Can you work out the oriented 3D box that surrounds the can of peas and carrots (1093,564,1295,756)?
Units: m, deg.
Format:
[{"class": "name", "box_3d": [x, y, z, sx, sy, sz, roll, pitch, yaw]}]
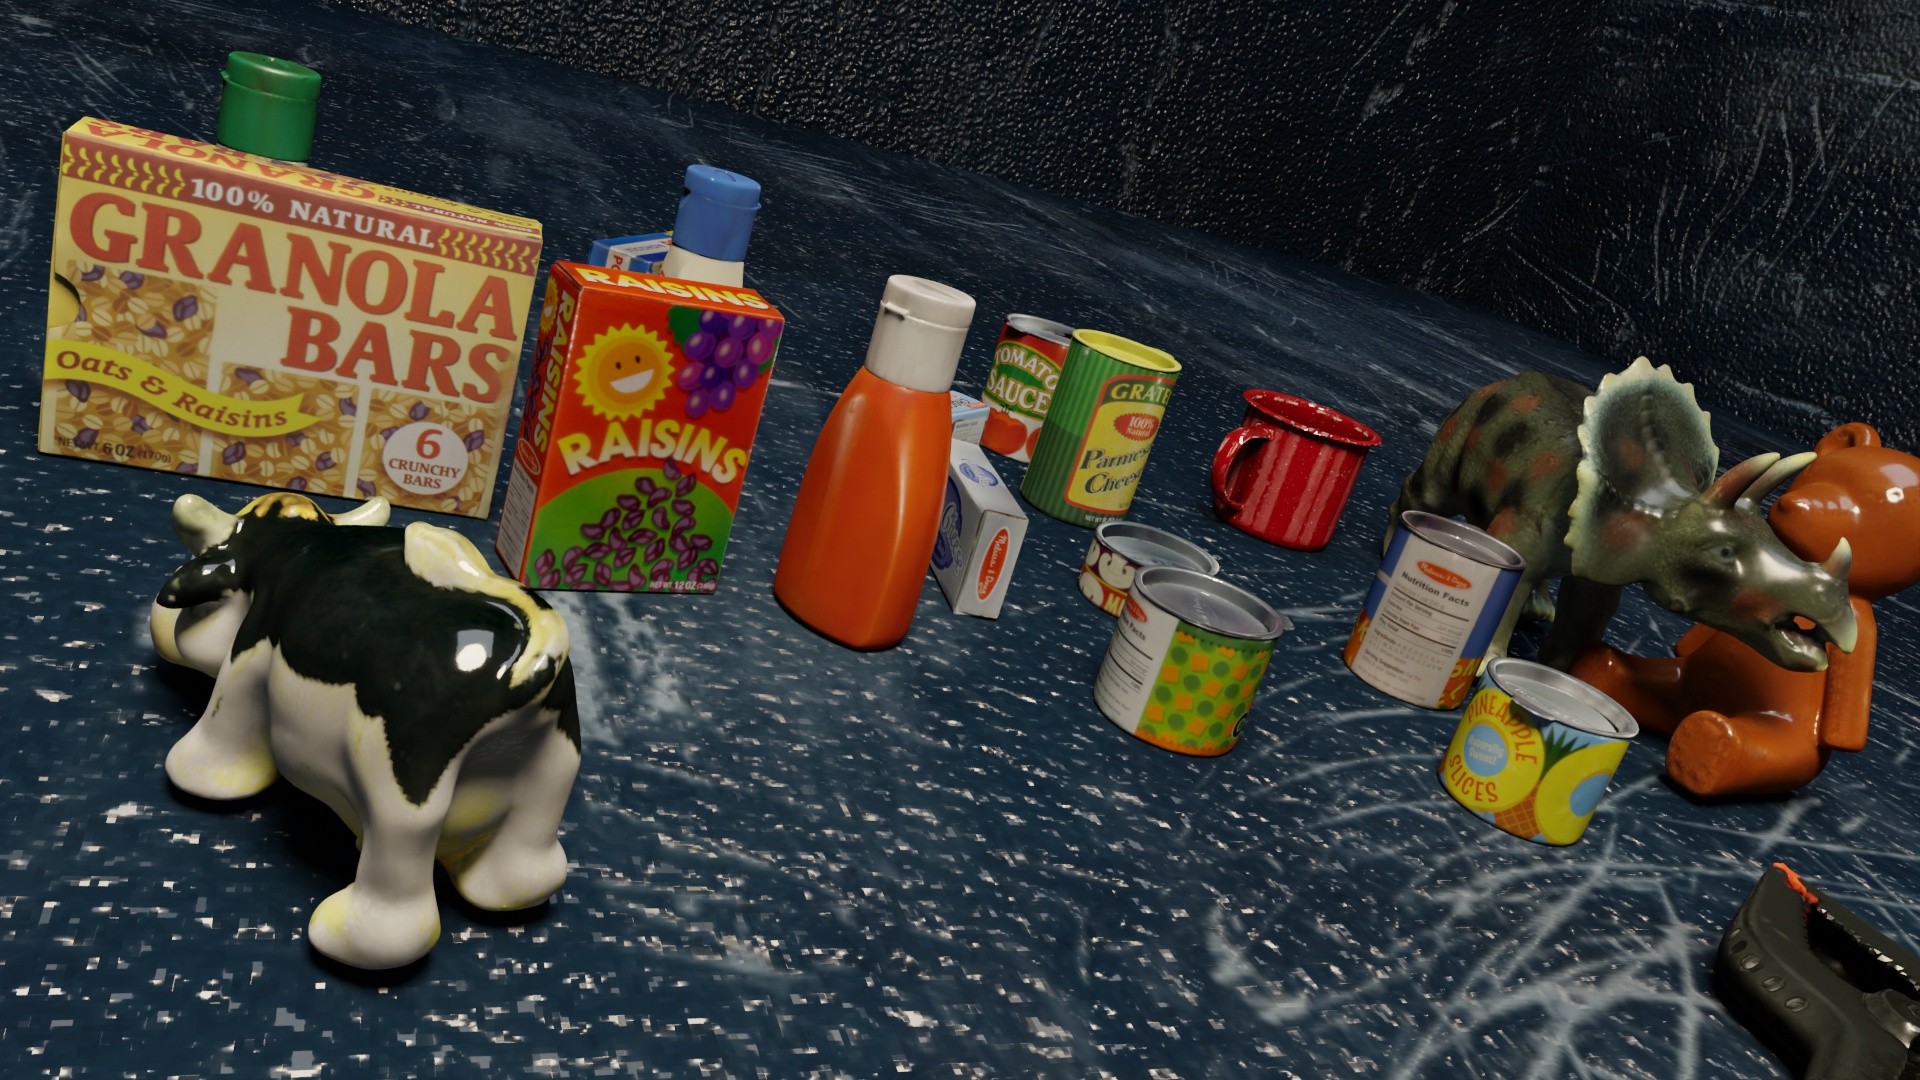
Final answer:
[{"class": "can of peas and carrots", "box_3d": [0.098, 0.051, 0.591, 0.071, 0.058, 0.071, 16, 20, -6]}]

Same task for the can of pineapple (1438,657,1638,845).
[{"class": "can of pineapple", "box_3d": [0.251, 0.092, 0.611, 0.071, 0.057, 0.071, 16, 20, -6]}]

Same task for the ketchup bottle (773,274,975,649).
[{"class": "ketchup bottle", "box_3d": [-0.032, -0.033, 0.570, 0.065, 0.148, 0.044, 30, 23, 32]}]

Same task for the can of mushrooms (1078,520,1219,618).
[{"class": "can of mushrooms", "box_3d": [0.096, 0.019, 0.712, 0.071, 0.033, 0.071, 16, 20, -6]}]

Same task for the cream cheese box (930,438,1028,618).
[{"class": "cream cheese box", "box_3d": [0.002, -0.008, 0.676, 0.024, 0.053, 0.104, 11, 21, -18]}]

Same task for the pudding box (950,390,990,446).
[{"class": "pudding box", "box_3d": [-0.019, -0.056, 0.791, 0.030, 0.049, 0.084, 26, 21, 22]}]

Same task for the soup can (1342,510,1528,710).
[{"class": "soup can", "box_3d": [0.245, 0.035, 0.719, 0.071, 0.083, 0.071, 16, 19, -6]}]

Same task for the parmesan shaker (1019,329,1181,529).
[{"class": "parmesan shaker", "box_3d": [0.084, -0.065, 0.823, 0.071, 0.102, 0.071, 16, 19, -6]}]

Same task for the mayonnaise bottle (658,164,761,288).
[{"class": "mayonnaise bottle", "box_3d": [-0.134, -0.109, 0.689, 0.041, 0.147, 0.065, 9, 21, -24]}]

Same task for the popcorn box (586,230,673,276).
[{"class": "popcorn box", "box_3d": [-0.177, -0.134, 0.811, 0.038, 0.085, 0.127, 21, 20, 9]}]

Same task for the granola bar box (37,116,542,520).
[{"class": "granola bar box", "box_3d": [-0.260, -0.082, 0.547, 0.166, 0.123, 0.039, 9, 21, -22]}]

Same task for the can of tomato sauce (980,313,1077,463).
[{"class": "can of tomato sauce", "box_3d": [0.048, -0.099, 0.913, 0.071, 0.082, 0.071, 16, 19, -6]}]

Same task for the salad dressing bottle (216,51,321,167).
[{"class": "salad dressing bottle", "box_3d": [-0.312, -0.137, 0.614, 0.044, 0.147, 0.064, 3, 24, -36]}]

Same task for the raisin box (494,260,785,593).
[{"class": "raisin box", "box_3d": [-0.128, -0.042, 0.553, 0.086, 0.123, 0.040, 4, 24, -35]}]
